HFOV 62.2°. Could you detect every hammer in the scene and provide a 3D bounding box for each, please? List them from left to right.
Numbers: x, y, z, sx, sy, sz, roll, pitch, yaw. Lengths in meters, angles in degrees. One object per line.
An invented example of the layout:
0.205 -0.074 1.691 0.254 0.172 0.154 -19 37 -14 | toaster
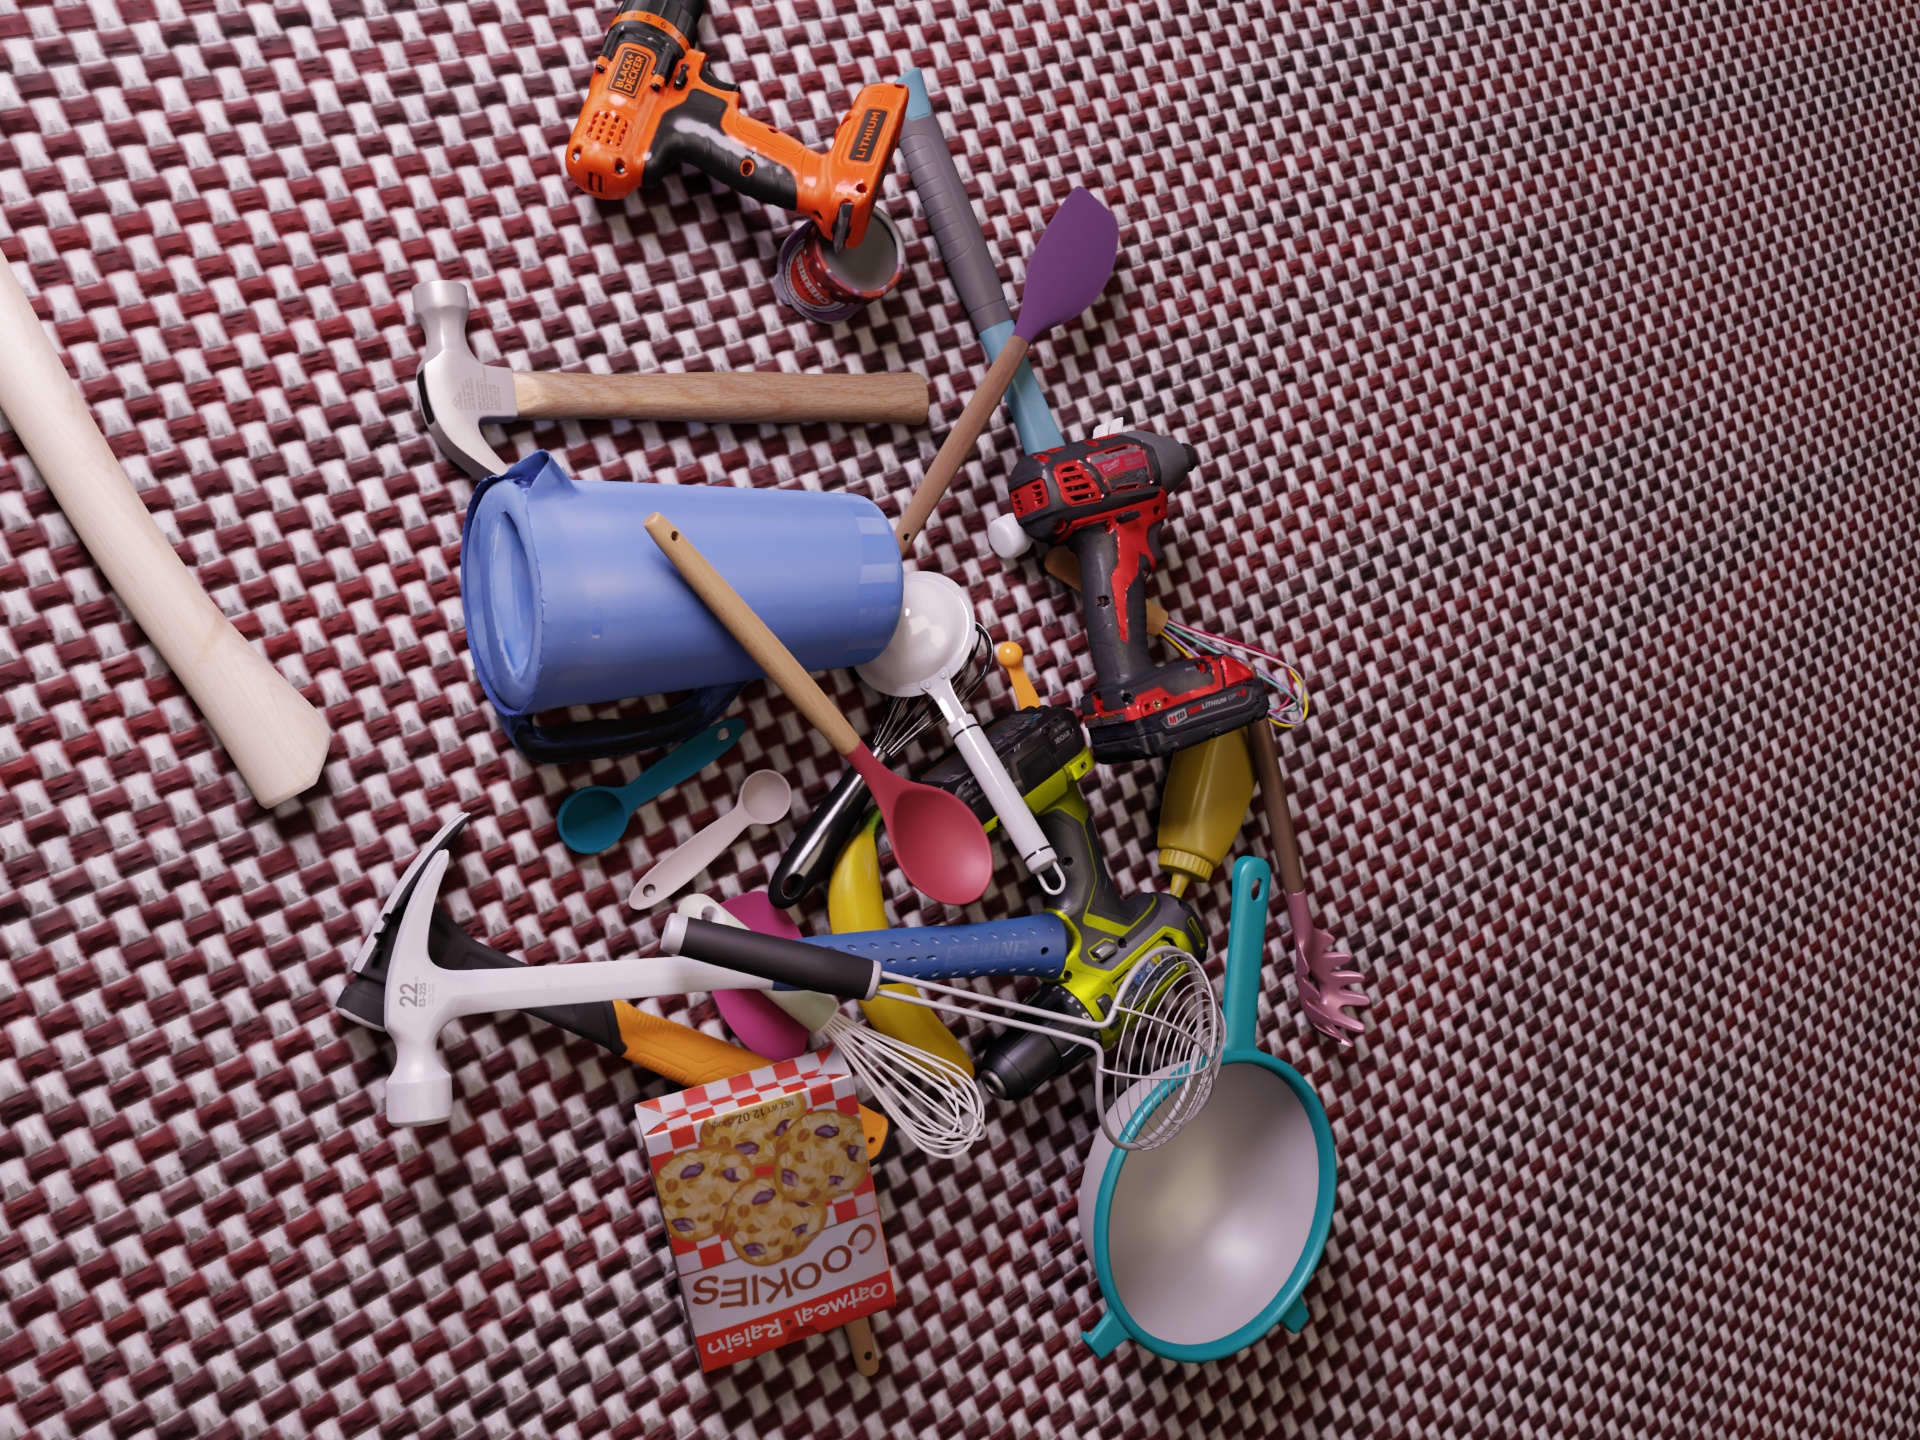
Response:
-0.460 -0.132 0.806 0.146 0.038 0.410 -34 104 -27 | hammer
-0.181 0.180 0.937 0.336 0.034 0.127 30 74 -21 | hammer
-0.166 -0.199 0.990 0.331 0.031 0.130 -6 89 -31 | hammer
-0.122 0.139 0.927 0.405 0.035 0.144 -1 86 -26 | hammer
0.018 -0.287 1.106 0.128 0.033 0.331 -28 101 -29 | hammer

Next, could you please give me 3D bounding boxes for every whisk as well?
-0.078 0.189 0.986 0.246 0.059 0.058 42 57 -13 | whisk
-0.051 0.025 1.033 0.055 0.055 0.239 43 68 -21 | whisk
0.163 -0.063 1.173 0.244 0.051 0.047 29 88 -20 | whisk

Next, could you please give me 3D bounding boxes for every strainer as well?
-0.002 -0.003 0.997 0.087 0.050 0.259 -33 73 6 | strainer
0.161 0.261 1.106 0.210 0.095 0.340 7 88 -32 | strainer

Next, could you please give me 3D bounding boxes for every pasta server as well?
0.250 0.103 1.181 0.060 0.040 0.316 -36 118 -42 | pasta server

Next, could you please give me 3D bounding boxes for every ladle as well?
-0.078 -0.001 0.915 0.315 0.031 0.069 51 48 -31 | ladle

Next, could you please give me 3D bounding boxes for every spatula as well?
0.030 -0.236 1.080 0.059 0.018 0.316 38 69 -23 | spatula

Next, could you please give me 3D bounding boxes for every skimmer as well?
-0.002 0.167 0.948 0.363 0.090 0.127 16 82 -14 | skimmer

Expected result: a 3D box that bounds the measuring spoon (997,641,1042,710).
0.055 -0.002 1.119 0.021 0.011 0.117 -28 101 -29 | measuring spoon

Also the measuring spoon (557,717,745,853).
-0.186 0.033 0.955 0.128 0.021 0.042 -34 123 -17 | measuring spoon

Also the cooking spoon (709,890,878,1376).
-0.099 0.263 1.004 0.068 0.017 0.319 -17 95 -31 | cooking spoon

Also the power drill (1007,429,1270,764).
0.127 -0.091 1.095 0.143 0.078 0.219 -19 93 -29 | power drill

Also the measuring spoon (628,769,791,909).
-0.158 0.075 0.988 0.124 0.018 0.034 -40 107 -20 | measuring spoon

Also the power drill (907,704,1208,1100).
0.054 0.124 1.073 0.190 0.080 0.228 -35 107 -28 | power drill
